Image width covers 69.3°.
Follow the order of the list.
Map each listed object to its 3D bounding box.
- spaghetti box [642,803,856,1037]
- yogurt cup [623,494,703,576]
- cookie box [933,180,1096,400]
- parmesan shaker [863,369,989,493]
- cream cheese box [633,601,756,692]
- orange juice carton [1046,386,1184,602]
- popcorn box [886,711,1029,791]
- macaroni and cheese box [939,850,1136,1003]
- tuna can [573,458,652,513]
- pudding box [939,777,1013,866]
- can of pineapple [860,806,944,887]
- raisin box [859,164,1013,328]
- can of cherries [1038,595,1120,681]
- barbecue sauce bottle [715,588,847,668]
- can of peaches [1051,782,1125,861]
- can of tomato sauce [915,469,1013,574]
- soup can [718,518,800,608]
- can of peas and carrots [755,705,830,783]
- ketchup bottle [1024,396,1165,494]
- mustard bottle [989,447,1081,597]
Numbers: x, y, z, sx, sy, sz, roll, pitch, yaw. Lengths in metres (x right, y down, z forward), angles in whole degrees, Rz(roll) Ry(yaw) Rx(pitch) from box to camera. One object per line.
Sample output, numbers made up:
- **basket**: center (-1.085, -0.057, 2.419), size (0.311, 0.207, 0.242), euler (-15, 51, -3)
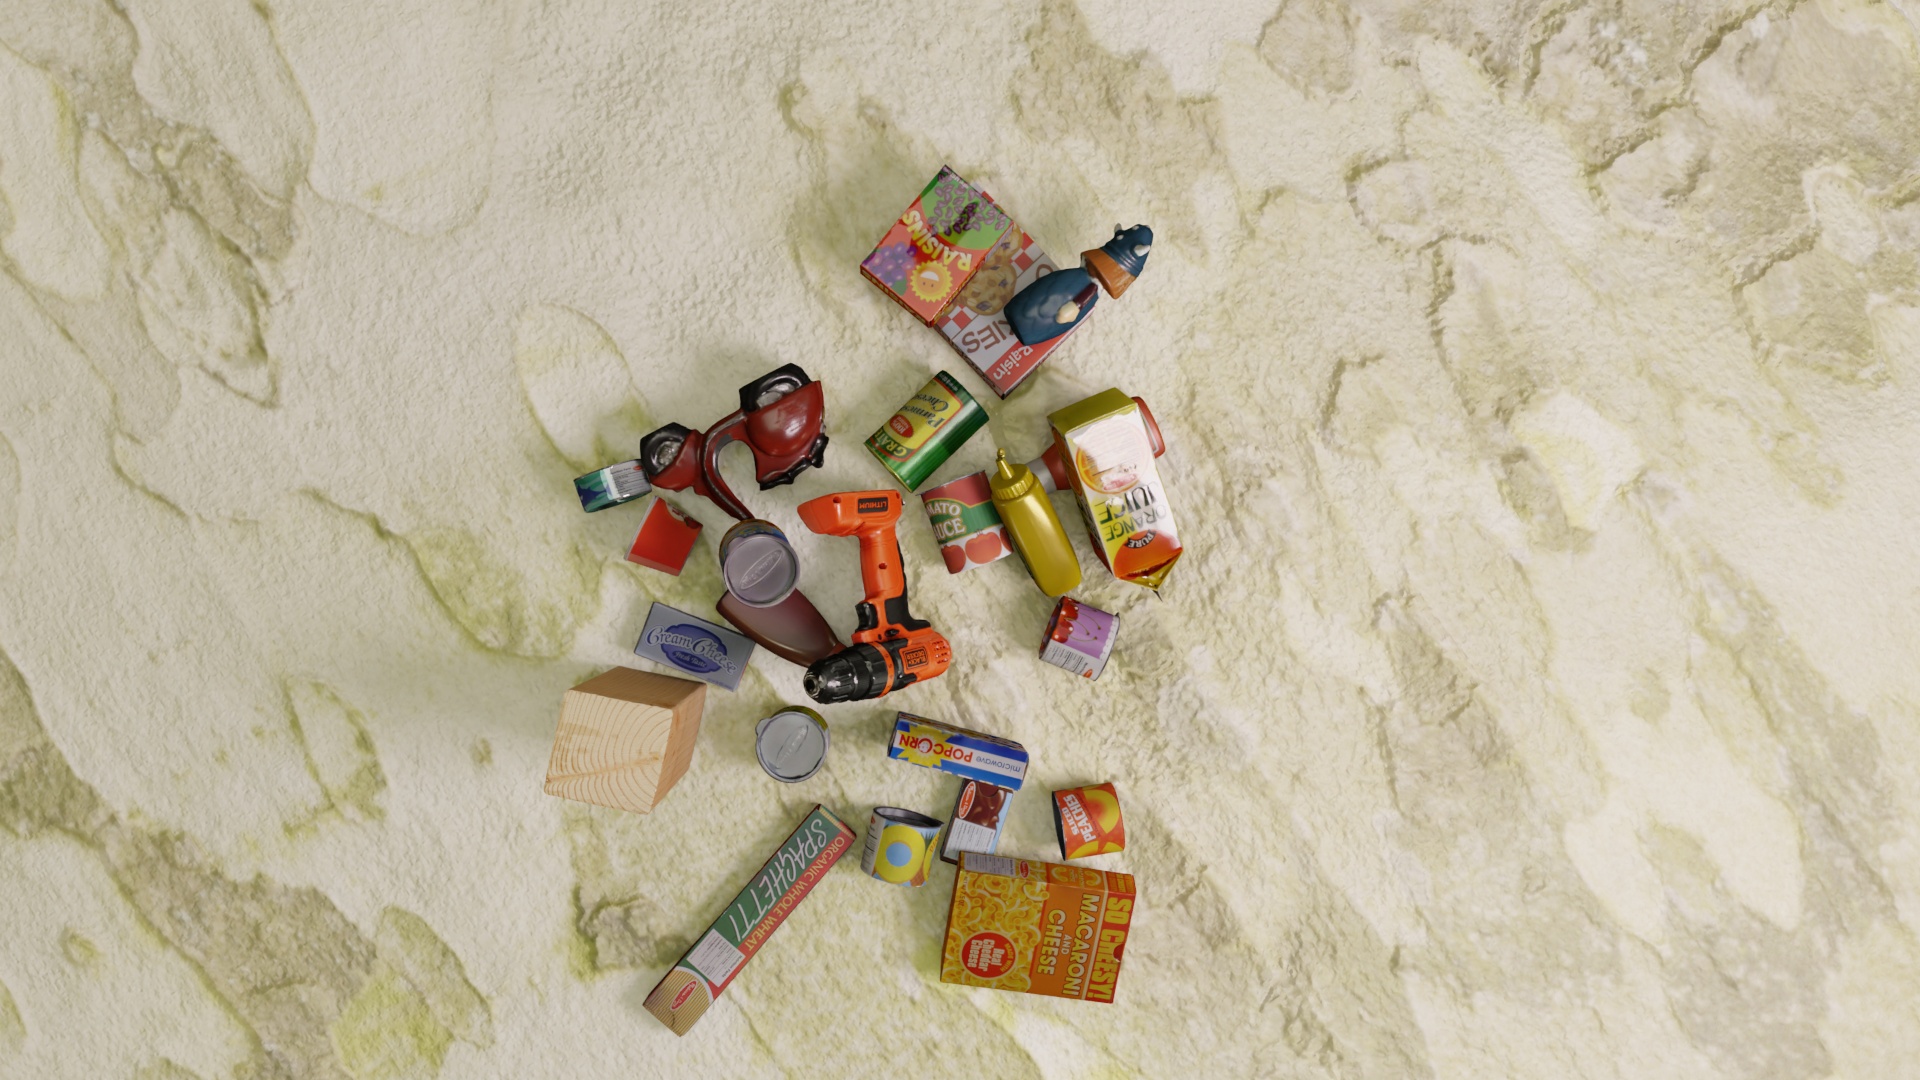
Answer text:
- **spaghetti box**: center (-0.197, 0.357, 1.313), size (0.050, 0.028, 0.250), euler (42, 88, -2)
- **yogurt cup**: center (-0.276, -0.002, 1.298), size (0.054, 0.072, 0.072), euler (26, 89, -10)
- **cookie box**: center (0.028, -0.237, 1.326), size (0.123, 0.040, 0.167), euler (-44, 90, -3)
- **parmesan shaker**: center (-0.033, -0.105, 1.310), size (0.103, 0.071, 0.071), euler (-44, 91, -3)
- **cream cheese box**: center (-0.251, 0.100, 1.316), size (0.104, 0.024, 0.053), euler (22, 88, -2)
- **orange juice carton**: center (0.149, -0.036, 1.283), size (0.073, 0.072, 0.192), euler (-23, 111, -3)
- **popcorn box**: center (-0.003, 0.196, 1.296), size (0.127, 0.085, 0.038), euler (15, 88, -2)
- **macaroni and cheese box**: center (0.072, 0.364, 1.303), size (0.166, 0.040, 0.123), euler (8, 108, -2)
- **tuna can**: center (-0.325, -0.050, 1.296), size (0.071, 0.071, 0.033), euler (-19, 91, -2)
- **pudding box**: center (0.015, 0.270, 1.324), size (0.050, 0.030, 0.083), euler (18, 89, -1)
- **can of pineapple**: center (-0.055, 0.287, 1.302), size (0.071, 0.071, 0.058), euler (13, 90, -2)
- **raisin box**: center (-0.022, -0.271, 1.285), size (0.086, 0.040, 0.123), euler (40, 87, -1)
- **can of cherries**: center (0.113, 0.090, 1.314), size (0.058, 0.071, 0.071), euler (21, 89, -1)
- **barbecue sauce bottle**: center (-0.155, 0.086, 1.309), size (0.148, 0.043, 0.065), euler (39, 64, -3)
- **can of peaches**: center (0.120, 0.264, 1.308), size (0.058, 0.071, 0.071), euler (-8, 90, -4)
- **can of tomato sauce**: center (0.005, -0.016, 1.307), size (0.071, 0.071, 0.083), euler (-20, 91, -2)
- **soup can**: center (-0.182, 0.017, 1.240), size (0.071, 0.084, 0.071), euler (-3, 101, -13)
- **can of peas and carrots**: center (-0.158, 0.189, 1.302), size (0.071, 0.058, 0.071), euler (0, 89, -2)
- **ketchup bottle**: center (0.117, -0.080, 1.326), size (0.149, 0.043, 0.064), euler (-26, 98, -2)
- **mustard bottle**: center (0.063, -0.022, 1.283), size (0.049, 0.065, 0.159), euler (-27, 121, 2)
